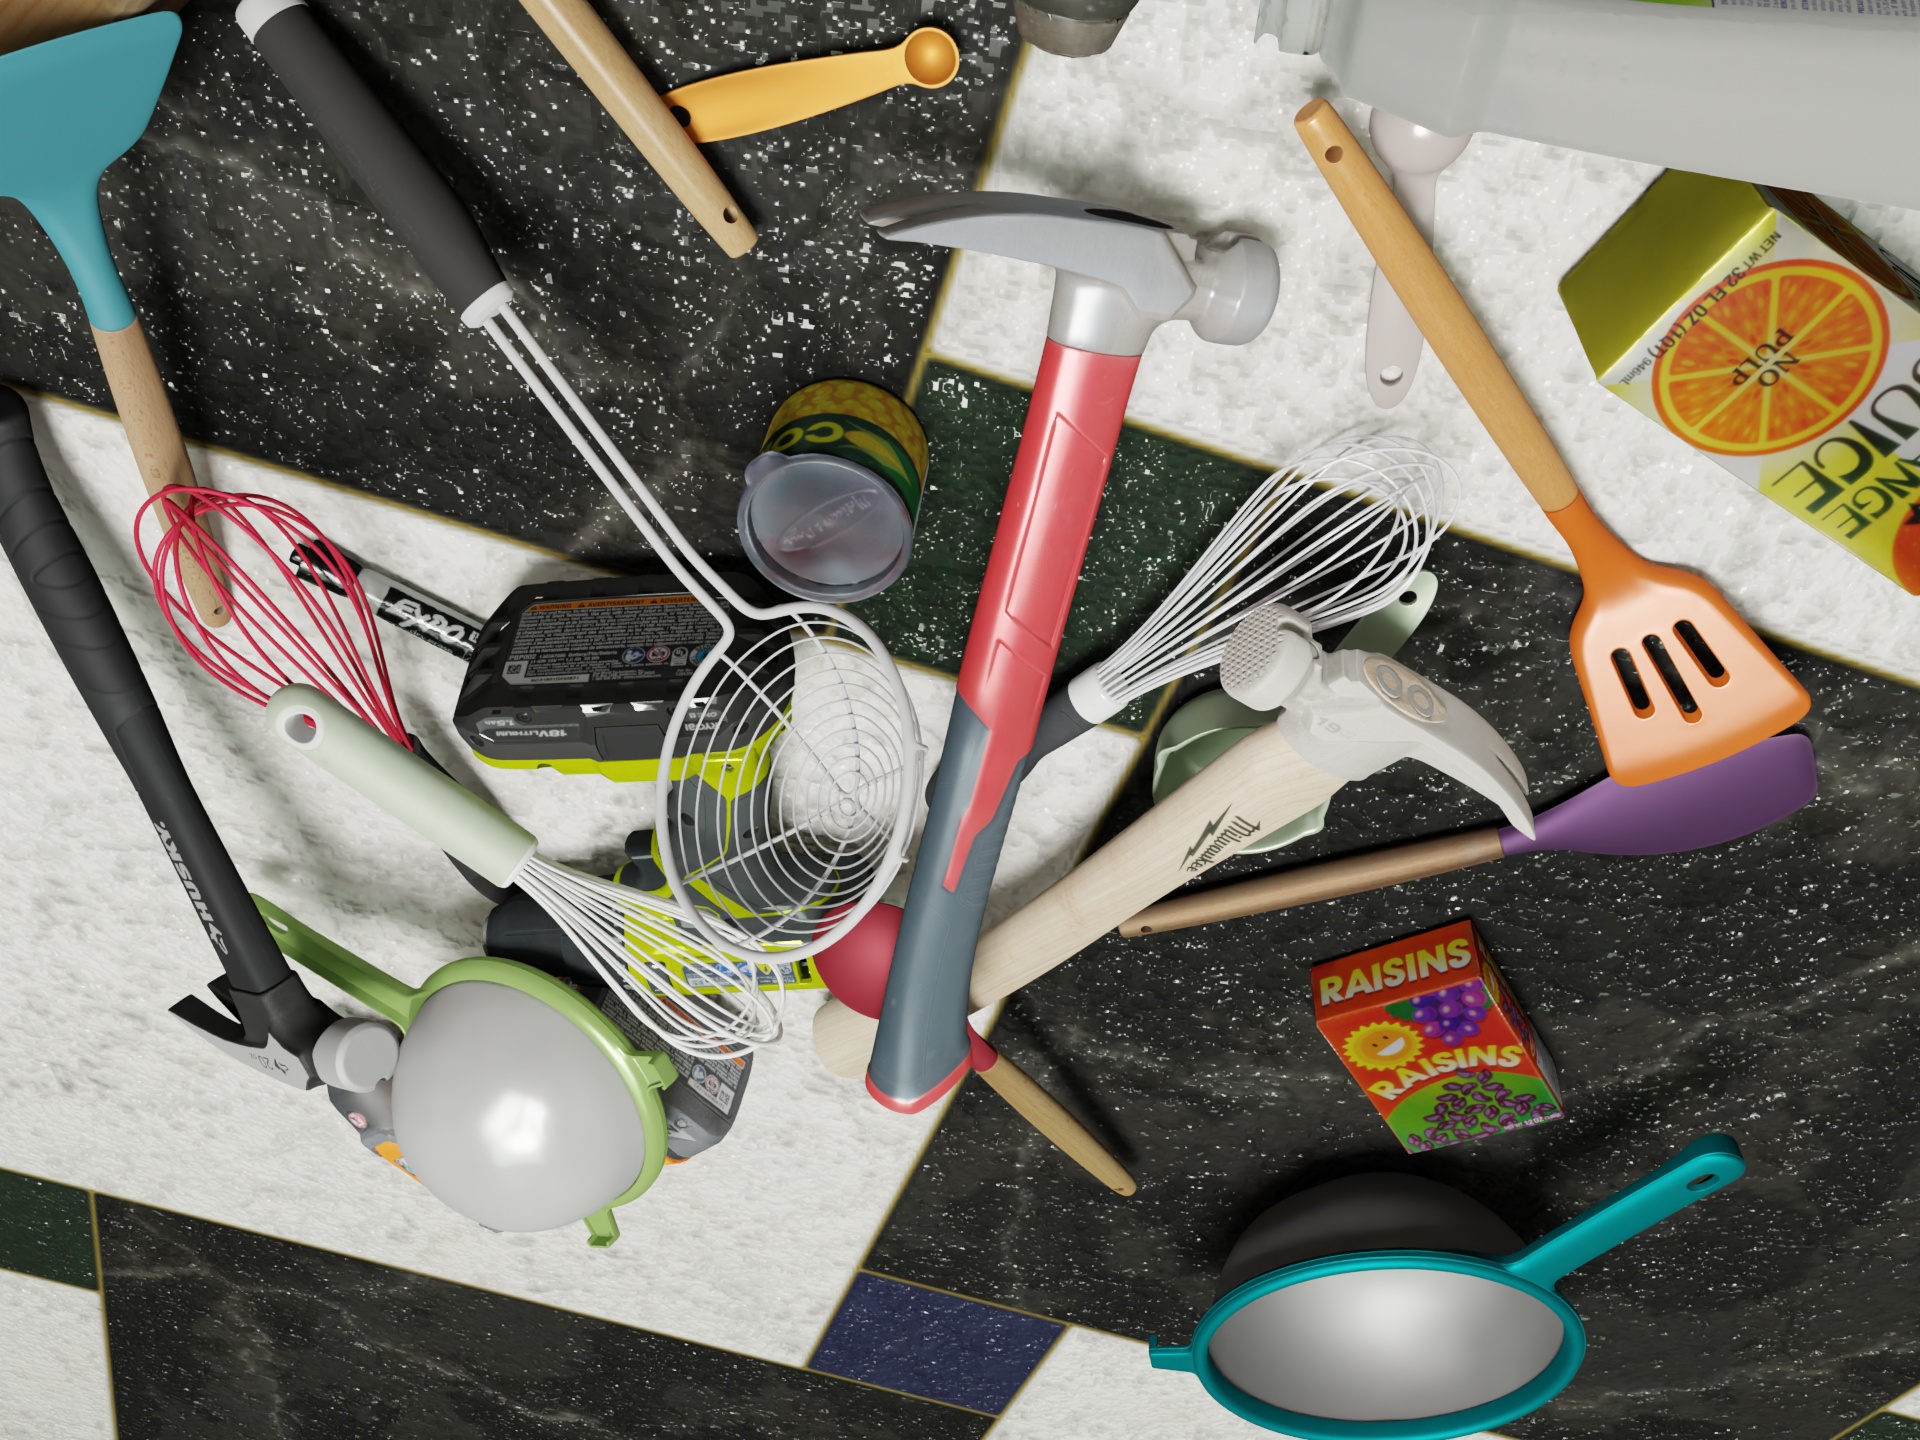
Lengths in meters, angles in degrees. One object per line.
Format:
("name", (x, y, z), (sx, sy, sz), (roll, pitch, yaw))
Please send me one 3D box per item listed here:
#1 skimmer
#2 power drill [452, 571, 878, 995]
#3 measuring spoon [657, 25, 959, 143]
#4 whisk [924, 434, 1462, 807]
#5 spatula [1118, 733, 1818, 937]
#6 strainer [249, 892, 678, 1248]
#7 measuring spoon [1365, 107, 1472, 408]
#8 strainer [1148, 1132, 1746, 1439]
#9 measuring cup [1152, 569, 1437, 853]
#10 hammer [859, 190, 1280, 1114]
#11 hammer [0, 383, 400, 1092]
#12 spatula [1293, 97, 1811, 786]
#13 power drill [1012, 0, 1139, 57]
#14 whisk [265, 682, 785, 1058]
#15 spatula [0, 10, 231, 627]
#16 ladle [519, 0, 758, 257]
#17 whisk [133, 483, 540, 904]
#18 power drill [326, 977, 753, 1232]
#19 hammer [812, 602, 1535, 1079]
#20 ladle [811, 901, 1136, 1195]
("skimmer", (-0.138, -0.084, 0.540), (0.127, 0.090, 0.363), (-29, 103, 32))
("power drill", (-0.143, 0.046, 0.718), (0.190, 0.080, 0.228), (-3, 136, 4))
("measuring spoon", (-0.055, -0.215, 0.538), (0.117, 0.011, 0.021), (-6, 129, 17))
("whisk", (0.079, -0.027, 0.654), (0.070, 0.070, 0.284), (37, 130, -23))
("spatula", (0.223, 0.063, 0.733), (0.316, 0.018, 0.059), (-15, 128, 18))
("strainer", (-0.265, 0.167, 0.768), (0.256, 0.069, 0.151), (30, 126, 8))
("measuring spoon", (0.155, -0.159, 0.549), (0.034, 0.018, 0.124), (1, 131, 7))
("strainer", (0.270, 0.282, 0.868), (0.211, 0.095, 0.340), (28, 126, -20))
("measuring cup", (0.143, -0.010, 0.669), (0.083, 0.038, 0.167), (25, 127, -13))
("hammer", (-0.001, -0.002, 0.610), (0.143, 0.038, 0.386), (2, 120, -22))
("hammer", (-0.360, 0.015, 0.699), (0.146, 0.035, 0.334), (0, 116, 39))
("spatula", (0.210, -0.092, 0.578), (0.081, 0.041, 0.322), (-28, 126, 28))
("power drill", (-0.035, -0.289, 0.429), (0.226, 0.080, 0.187), (8, 132, -3))
("whisk", (-0.173, 0.062, 0.648), (0.246, 0.059, 0.058), (37, 102, -12))
("spatula", (-0.300, -0.122, 0.583), (0.044, 0.082, 0.317), (45, 150, 16))
("ladle", (-0.157, -0.268, 0.471), (0.062, 0.078, 0.319), (16, 152, 53))
("whisk", (-0.259, 0.003, 0.705), (0.073, 0.073, 0.295), (-6, 142, 13))
("power drill", (-0.244, 0.197, 0.873), (0.226, 0.084, 0.164), (-27, 121, 31))
("hammer", (0.061, 0.091, 0.728), (0.146, 0.038, 0.410), (27, 138, -22))
("ladle", (0.023, 0.180, 0.802), (0.069, 0.031, 0.315), (-17, 138, 23))
